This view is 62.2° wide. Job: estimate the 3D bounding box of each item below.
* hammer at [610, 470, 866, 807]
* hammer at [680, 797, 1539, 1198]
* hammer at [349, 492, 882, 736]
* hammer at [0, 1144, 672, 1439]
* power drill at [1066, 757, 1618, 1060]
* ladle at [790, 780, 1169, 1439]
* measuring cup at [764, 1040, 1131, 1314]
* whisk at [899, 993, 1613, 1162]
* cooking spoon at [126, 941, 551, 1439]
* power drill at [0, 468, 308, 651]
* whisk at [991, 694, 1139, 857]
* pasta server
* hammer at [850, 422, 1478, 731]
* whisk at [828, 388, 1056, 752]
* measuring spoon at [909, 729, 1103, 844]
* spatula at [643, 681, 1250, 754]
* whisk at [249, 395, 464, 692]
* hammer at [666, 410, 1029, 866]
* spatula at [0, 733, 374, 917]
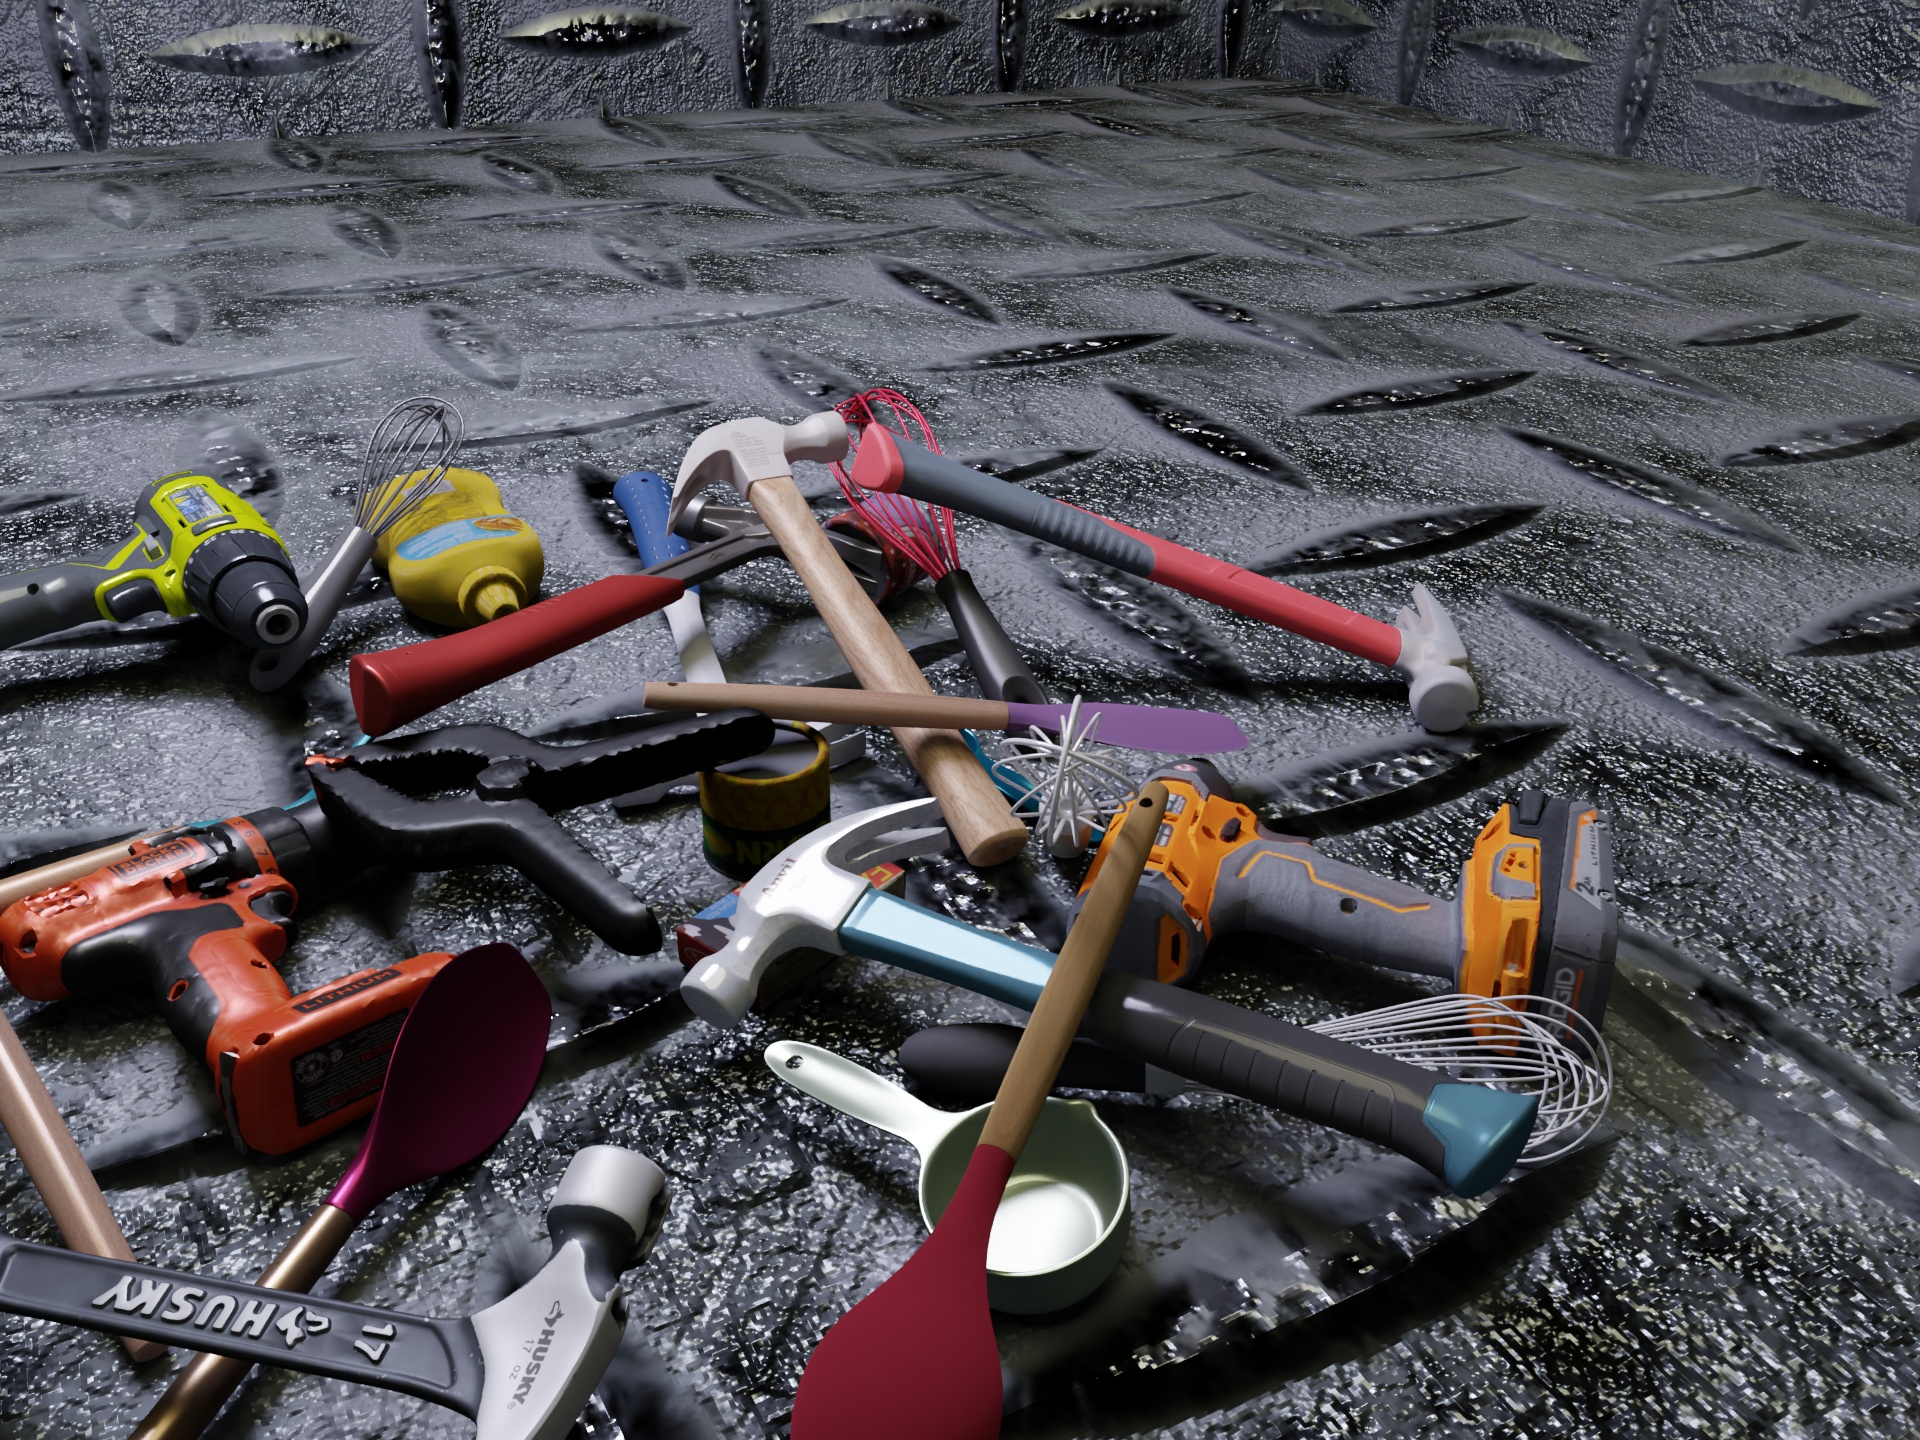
[{"bbox_3d":[-0.170,-0.070,1.008,0.144,0.035,0.406,-8,31,-15],"label":"hammer"},{"bbox_3d":[0.054,0.113,0.628,0.331,0.033,0.128,15,50,27],"label":"hammer"},{"bbox_3d":[-0.189,-0.062,0.889,0.149,0.036,0.359,20,27,20],"label":"hammer"},{"bbox_3d":[-0.305,0.183,0.509,0.409,0.036,0.149,3,41,15],"label":"hammer"},{"bbox_3d":[0.177,0.072,0.740,0.226,0.084,0.164,7,29,16],"label":"power drill"},{"bbox_3d":[0.024,0.136,0.572,0.069,0.031,0.316,9,47,23],"label":"ladle"},{"bbox_3d":[-0.010,0.166,0.605,0.168,0.038,0.083,19,47,35],"label":"measuring cup"},{"bbox_3d":[0.115,0.143,0.644,0.284,0.070,0.070,0,30,8],"label":"whisk"},{"bbox_3d":[-0.232,0.192,0.549,0.017,0.068,0.319,-14,27,29],"label":"cooking spoon"},{"bbox_3d":[-0.494,-0.059,0.899,0.228,0.080,0.191,-27,40,-27],"label":"power drill"},{"bbox_3d":[0.047,0.037,0.700,0.058,0.059,0.246,11,-10,6],"label":"whisk"},{"bbox_3d":[-0.376,0.120,0.613,0.060,0.040,0.316,-28,58,-33],"label":"pasta server"},{"bbox_3d":[0.122,-0.101,0.959,0.386,0.038,0.143,20,30,-7],"label":"hammer"},{"bbox_3d":[-0.012,-0.098,0.966,0.073,0.073,0.296,-13,57,-23],"label":"whisk"},{"bbox_3d":[0.022,0.039,0.855,0.129,0.021,0.042,31,40,26],"label":"measuring spoon"},{"bbox_3d":[-0.001,-0.003,0.812,0.315,0.018,0.060,4,24,-13],"label":"spatula"},{"bbox_3d":[-0.378,-0.115,0.993,0.055,0.055,0.239,10,57,15],"label":"whisk"},{"bbox_3d":[-0.060,-0.053,0.876,0.130,0.031,0.332,-15,55,-28],"label":"hammer"},{"bbox_3d":[-0.391,0.055,0.741,0.317,0.082,0.044,-24,82,-45],"label":"spatula"}]
